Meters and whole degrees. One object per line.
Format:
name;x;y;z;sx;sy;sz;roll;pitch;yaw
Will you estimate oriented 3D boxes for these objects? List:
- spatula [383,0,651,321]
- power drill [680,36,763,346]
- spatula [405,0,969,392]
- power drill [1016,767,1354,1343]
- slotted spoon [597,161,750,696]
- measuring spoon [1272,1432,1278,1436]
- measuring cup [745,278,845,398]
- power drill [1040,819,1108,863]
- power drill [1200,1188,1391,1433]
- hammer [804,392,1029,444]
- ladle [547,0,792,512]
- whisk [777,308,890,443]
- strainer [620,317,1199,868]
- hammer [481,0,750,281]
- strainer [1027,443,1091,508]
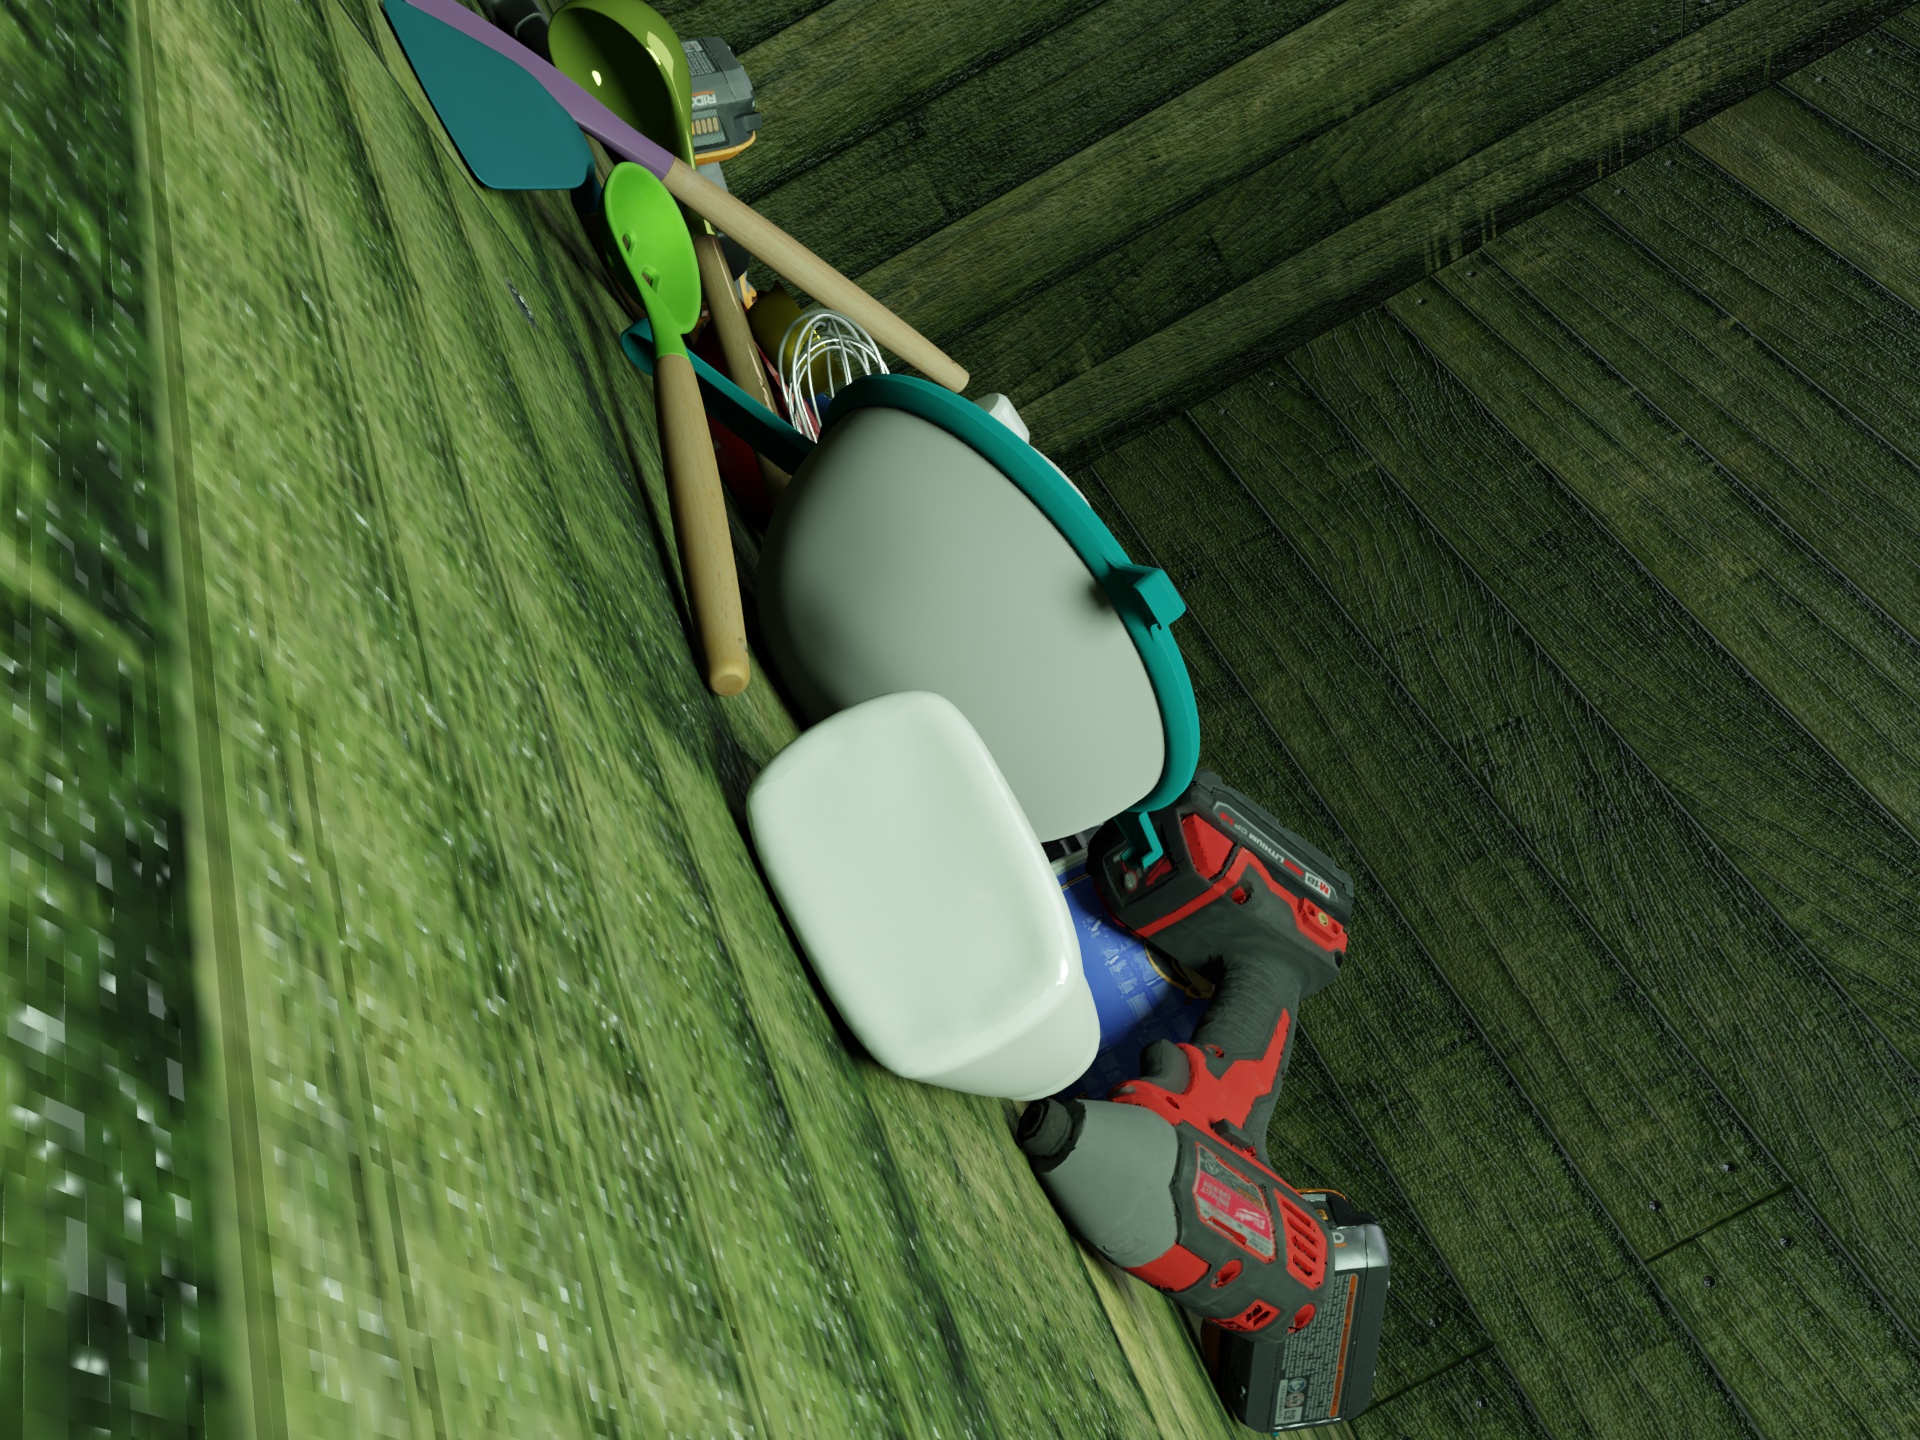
spatula;-0.177;-0.227;0.735;0.082;0.044;0.317;61;-3;4
power drill;-0.164;-0.323;1.073;0.186;0.084;0.226;-115;-165;-52
spatula;-0.116;-0.241;0.739;0.315;0.018;0.060;30;24;-31
power drill;0.098;0.135;0.681;0.143;0.078;0.220;35;43;-18
slotted spoon;-0.106;-0.118;0.593;0.070;0.031;0.314;53;13;-44
measuring spoon;0.168;0.377;0.978;0.129;0.021;0.042;60;2;9
measuring cup;-0.100;-0.208;0.851;0.062;0.029;0.157;54;-2;-27
power drill;-0.001;-0.003;0.931;0.227;0.080;0.188;58;13;7
power drill;0.157;0.256;0.891;0.227;0.084;0.164;-116;-155;-65
hammer;-0.026;-0.147;0.929;0.144;0.035;0.406;52;-7;-28
ladle;-0.128;-0.207;0.772;0.078;0.062;0.320;-36;-110;63
whisk;-0.048;-0.080;0.788;0.058;0.059;0.246;-42;130;-54
strainer;-0.058;-0.060;0.656;0.341;0.095;0.210;39;-22;25
hammer;-0.205;-0.347;0.913;0.335;0.035;0.146;53;-4;36
strainer;0.031;-0.044;0.740;0.152;0.069;0.256;37;-22;32
